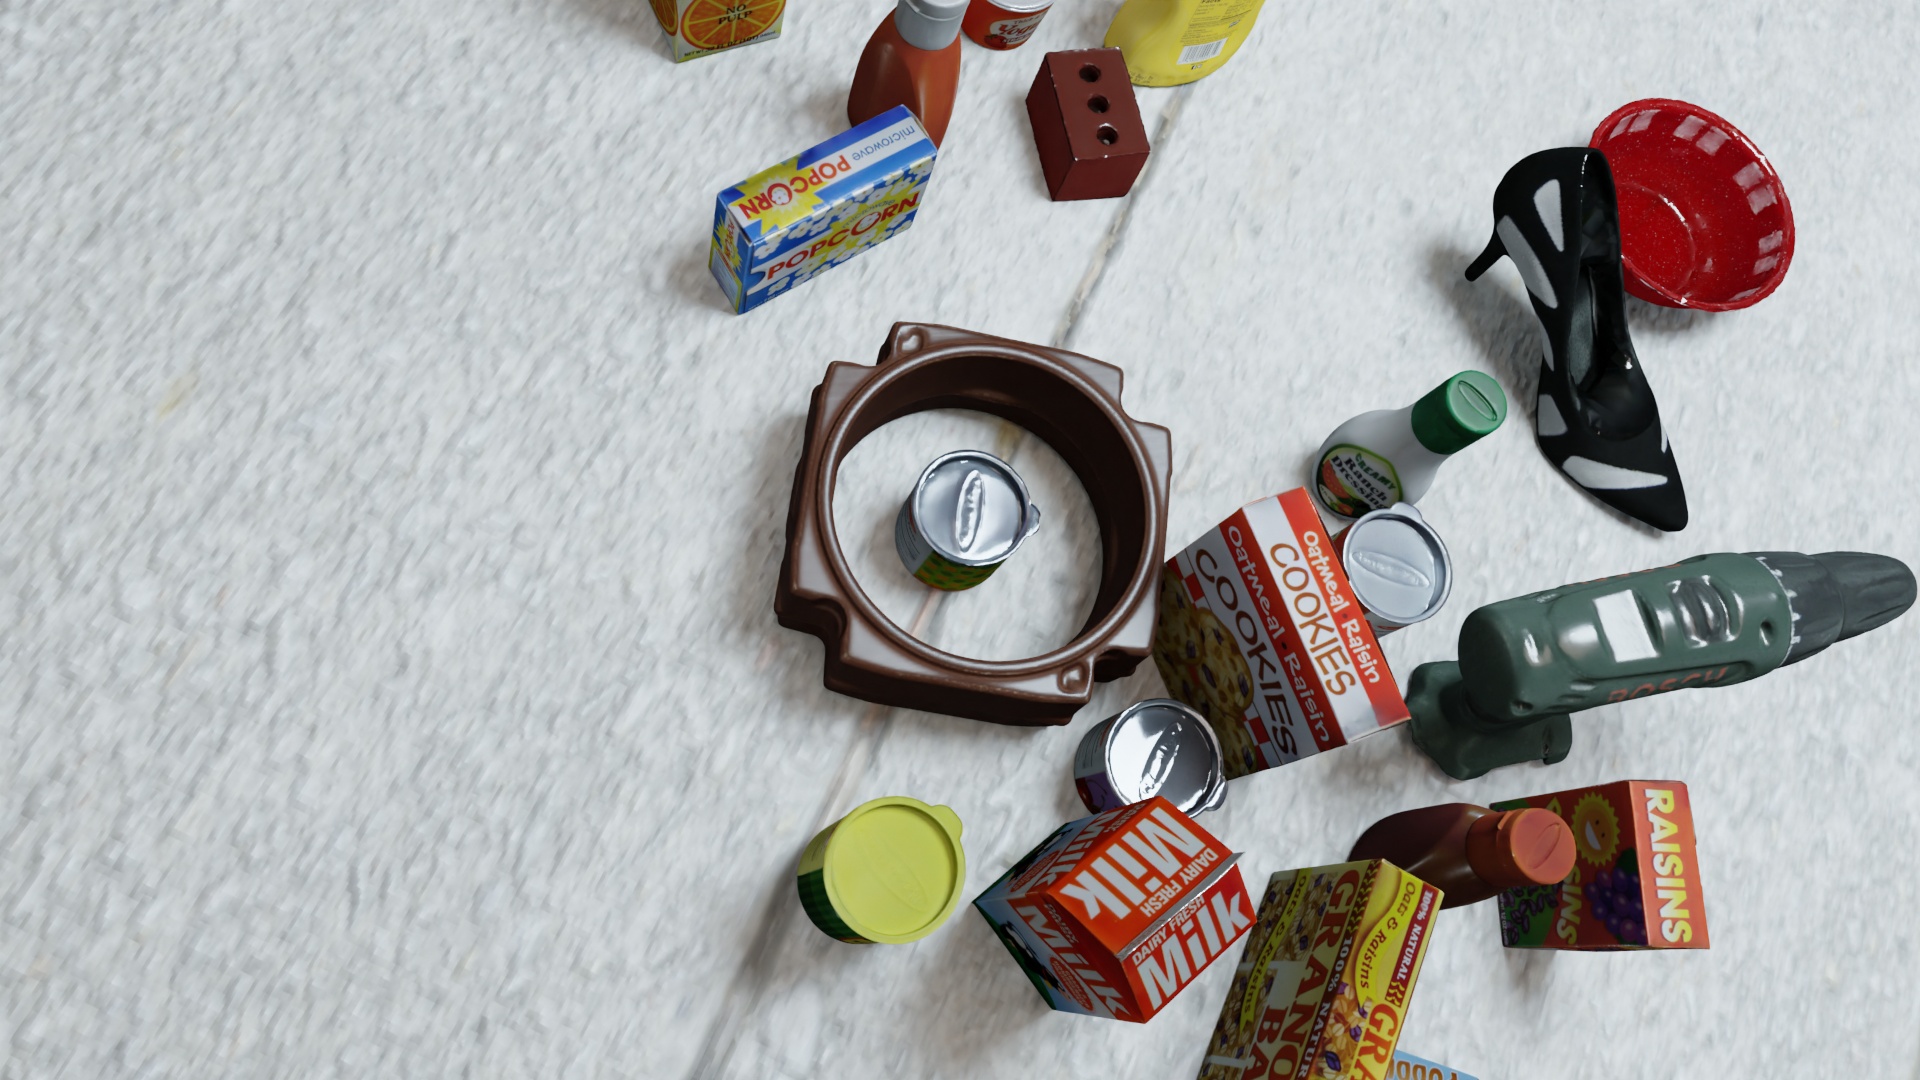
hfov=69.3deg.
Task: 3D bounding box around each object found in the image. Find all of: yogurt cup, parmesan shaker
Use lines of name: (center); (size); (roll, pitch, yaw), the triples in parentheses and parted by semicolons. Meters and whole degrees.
yogurt cup: (0.029, -0.352, 0.886); (0.072, 0.053, 0.072); (4, 72, -12)
parmesan shaker: (-0.039, 0.163, 0.683); (0.071, 0.102, 0.071); (4, 73, -12)

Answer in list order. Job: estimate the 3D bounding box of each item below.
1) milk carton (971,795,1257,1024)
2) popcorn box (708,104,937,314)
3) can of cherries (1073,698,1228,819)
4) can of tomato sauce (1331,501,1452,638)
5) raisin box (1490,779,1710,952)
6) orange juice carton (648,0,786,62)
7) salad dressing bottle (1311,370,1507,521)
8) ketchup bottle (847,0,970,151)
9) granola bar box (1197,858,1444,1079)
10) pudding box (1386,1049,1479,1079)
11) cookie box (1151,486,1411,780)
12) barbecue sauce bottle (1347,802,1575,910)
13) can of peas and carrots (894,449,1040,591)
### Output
milk carton: (0.073, 0.175, 0.659); (0.072, 0.190, 0.073); (-36, 84, -20)
popcorn box: (-0.079, -0.188, 0.792); (0.127, 0.085, 0.038); (-32, 83, -20)
can of cherries: (0.103, 0.125, 0.753); (0.071, 0.058, 0.071); (4, 72, -12)
can of tomato sauce: (0.232, 0.023, 0.803); (0.071, 0.083, 0.071); (4, 73, -12)
raisin box: (0.346, 0.180, 0.760); (0.040, 0.123, 0.086); (6, 72, -12)
orange juice carton: (-0.136, -0.360, 0.775); (0.072, 0.192, 0.073); (-22, 80, -19)
salad dressing bottle: (0.256, -0.054, 0.799); (0.044, 0.147, 0.064); (-41, 86, -21)
ketchup bottle: (-0.027, -0.274, 0.798); (0.044, 0.148, 0.065); (-38, 85, -21)
granola bar box: (0.172, 0.247, 0.697); (0.039, 0.123, 0.166); (28, 69, -4)
pudding box: (0.224, 0.286, 0.737); (0.084, 0.049, 0.030); (20, 70, -7)
cookie box: (0.155, 0.056, 0.729); (0.040, 0.167, 0.123); (-19, 79, -18)
barbecue sauce bottle: (0.261, 0.166, 0.731); (0.043, 0.148, 0.065); (45, 69, 3)
can of peas and carrots: (0.003, -0.010, 0.771); (0.071, 0.058, 0.071); (4, 72, -12)
